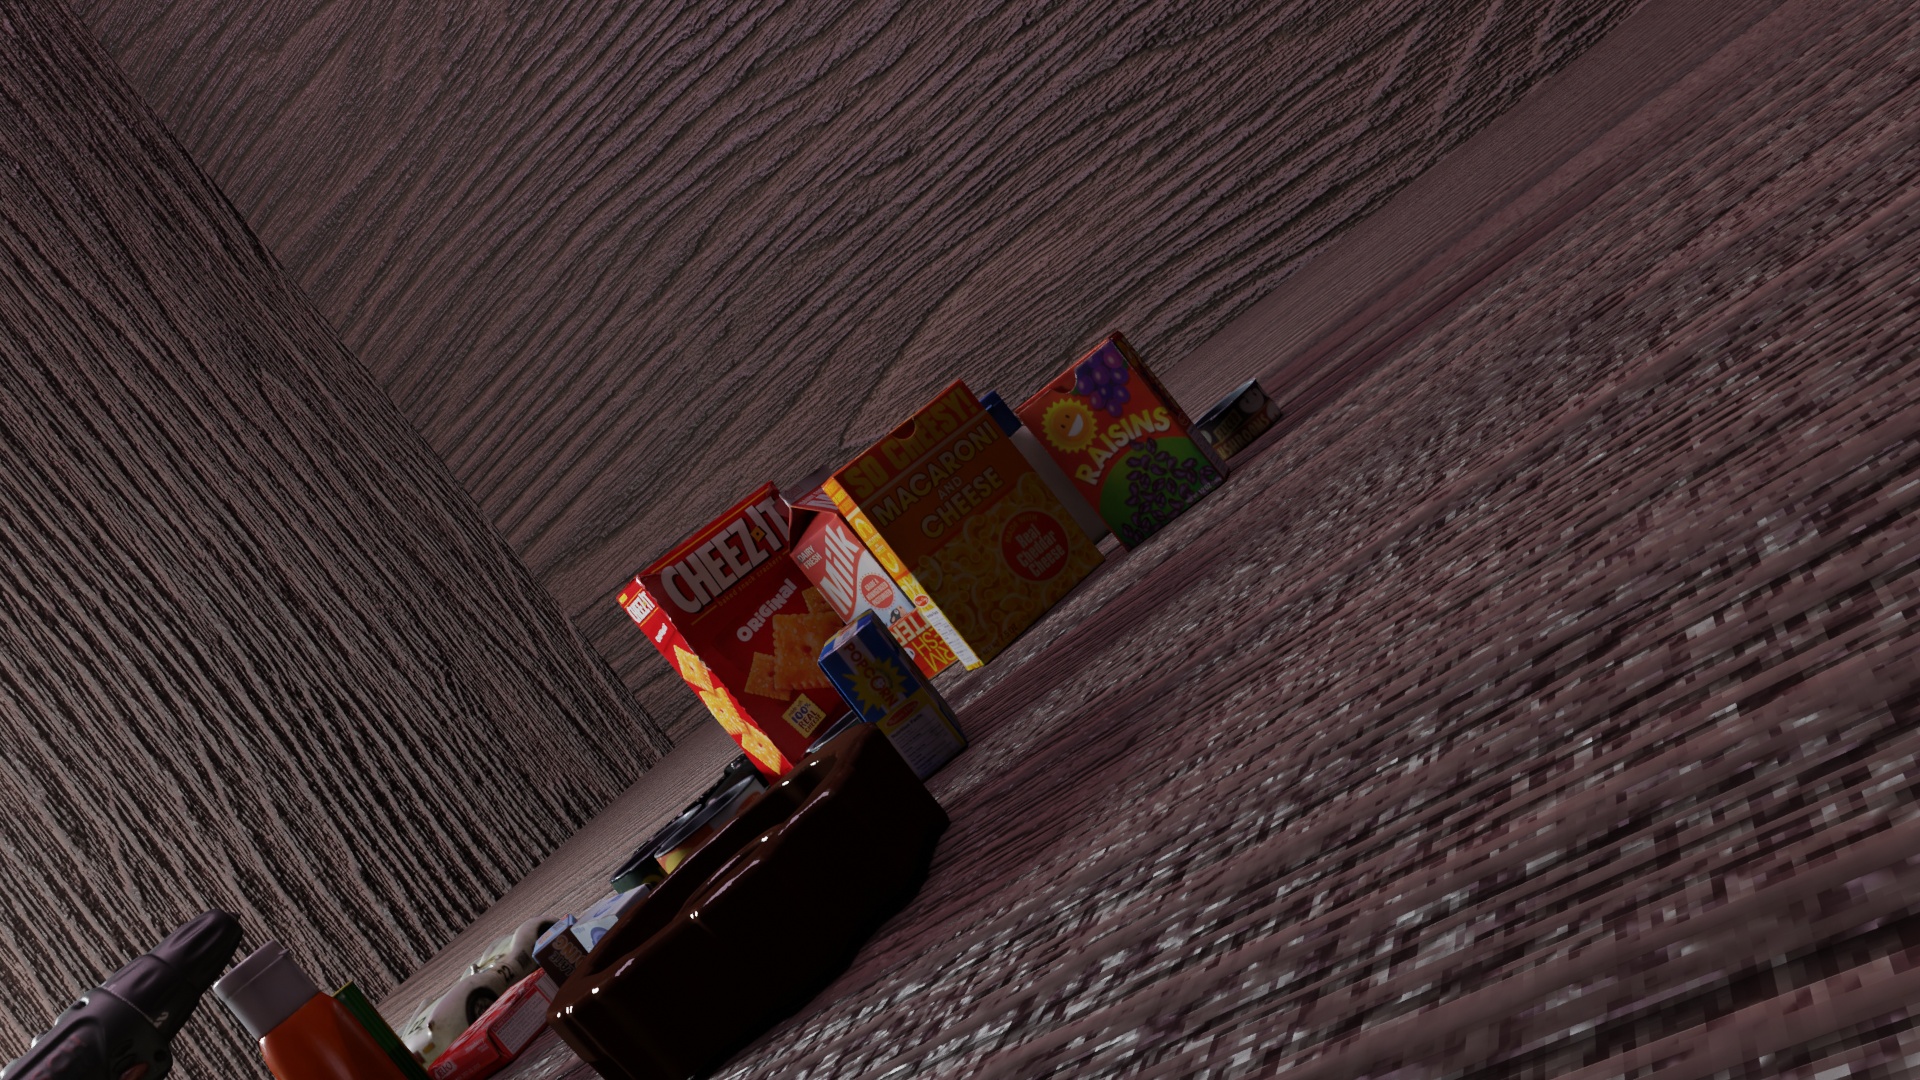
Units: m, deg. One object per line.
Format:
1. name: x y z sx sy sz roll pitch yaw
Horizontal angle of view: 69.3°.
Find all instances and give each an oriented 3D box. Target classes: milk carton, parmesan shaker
1. milk carton: -0.071 0.022 1.159 0.073 0.190 0.073 -37 3 38
2. parmesan shaker: -0.388 0.345 0.890 0.071 0.103 0.071 -39 2 2

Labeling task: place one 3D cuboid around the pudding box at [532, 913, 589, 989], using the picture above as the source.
1. pudding box: -0.240 0.263 0.867 0.030 0.049 0.083 -39 3 -18

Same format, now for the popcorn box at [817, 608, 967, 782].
1. popcorn box: -0.039 0.085 0.782 0.038 0.085 0.126 -39 2 -3

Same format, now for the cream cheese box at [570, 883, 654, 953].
1. cream cheese box: -0.168 0.211 0.724 0.024 0.053 0.103 -40 3 -33

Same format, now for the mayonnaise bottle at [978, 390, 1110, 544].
1. mayonnaise bottle: 0.059 -0.053 1.123 0.065 0.148 0.041 -39 2 -7

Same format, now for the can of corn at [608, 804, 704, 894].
1. can of corn: -0.157 0.195 0.792 0.071 0.058 0.071 -39 2 2

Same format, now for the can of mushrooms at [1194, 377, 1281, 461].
1. can of mushrooms: 0.199 -0.086 1.016 0.071 0.033 0.071 -39 2 2

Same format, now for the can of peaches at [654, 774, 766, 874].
1. can of peaches: -0.119 0.168 0.736 0.071 0.058 0.071 -39 2 2

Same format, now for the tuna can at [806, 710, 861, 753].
1. tuna can: -0.067 0.132 0.926 0.071 0.033 0.071 -39 2 2

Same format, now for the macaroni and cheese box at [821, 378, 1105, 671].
1. macaroni and cheese box: 0.003 -0.012 0.976 0.124 0.166 0.040 -40 2 -22

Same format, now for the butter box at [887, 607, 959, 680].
1. butter box: -0.028 0.079 1.083 0.103 0.053 0.024 -37 3 29

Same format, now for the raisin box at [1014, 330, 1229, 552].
1. raisin box: 0.109 -0.067 0.938 0.086 0.123 0.040 -38 2 24

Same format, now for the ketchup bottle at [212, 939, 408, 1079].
1. ketchup bottle: -0.328 0.277 0.729 0.043 0.149 0.064 -39 2 -12
